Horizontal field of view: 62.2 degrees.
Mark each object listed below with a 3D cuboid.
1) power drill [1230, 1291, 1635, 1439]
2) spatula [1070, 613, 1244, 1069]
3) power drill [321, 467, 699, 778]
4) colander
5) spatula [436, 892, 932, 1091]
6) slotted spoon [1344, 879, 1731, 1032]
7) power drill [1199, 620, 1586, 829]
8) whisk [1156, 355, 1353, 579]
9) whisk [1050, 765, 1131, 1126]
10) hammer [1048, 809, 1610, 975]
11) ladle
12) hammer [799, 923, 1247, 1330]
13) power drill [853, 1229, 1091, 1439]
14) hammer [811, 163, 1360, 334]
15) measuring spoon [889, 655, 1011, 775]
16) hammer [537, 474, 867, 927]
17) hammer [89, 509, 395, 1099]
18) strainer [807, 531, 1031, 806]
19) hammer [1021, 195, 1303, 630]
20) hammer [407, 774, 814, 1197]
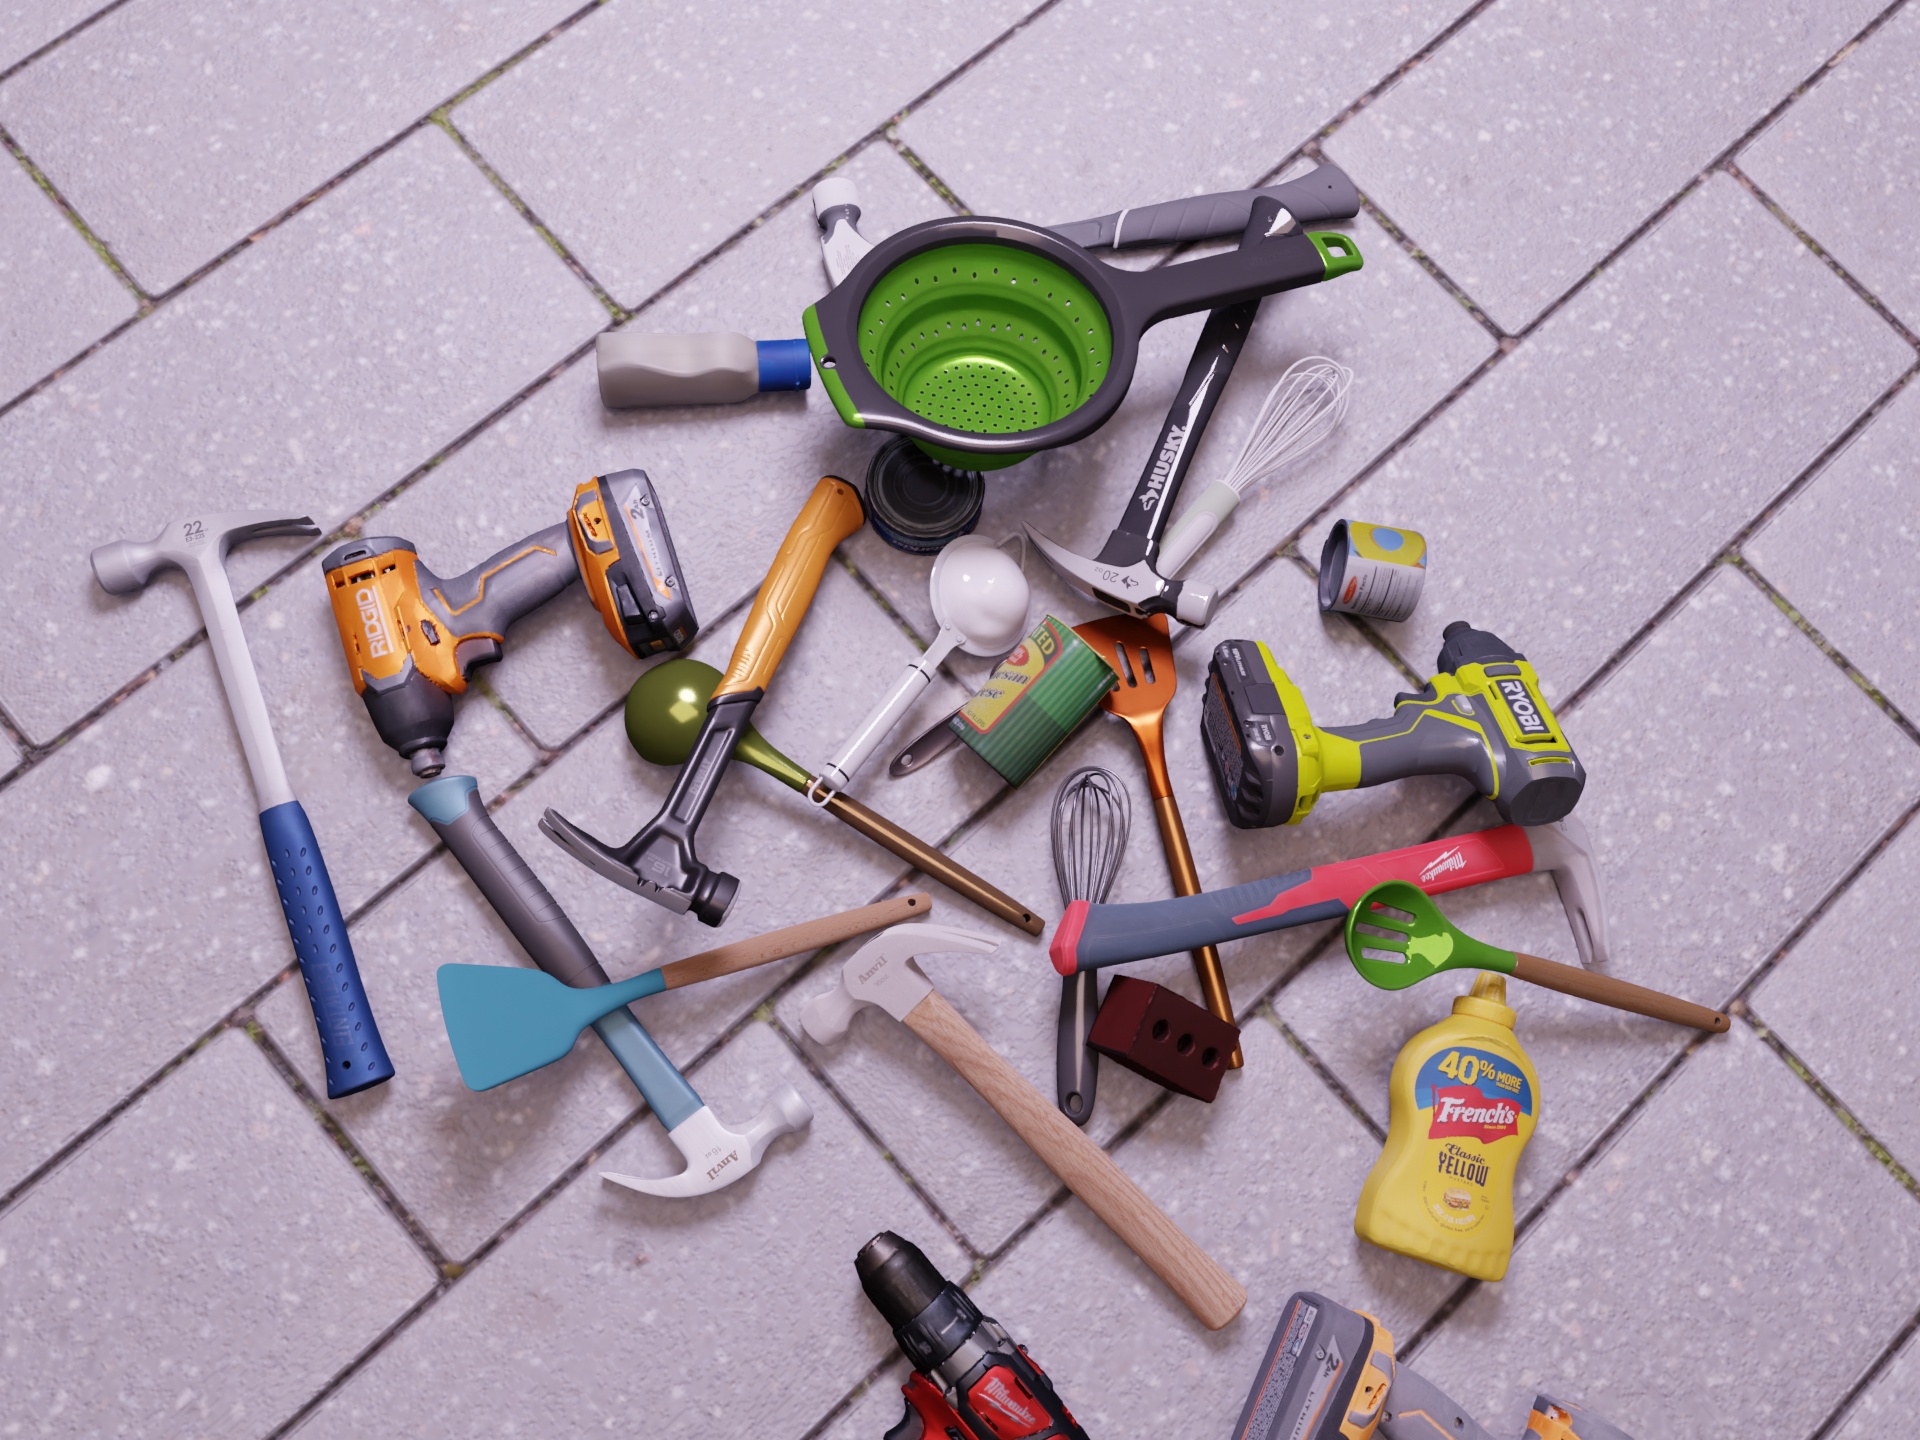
[{"bbox_3d":[0.283,0.477,0.973,0.226,0.084,0.185,27,77,-2],"label":"power drill"},{"bbox_3d":[0.144,0.078,1.090,0.081,0.041,0.323,-13,81,-6],"label":"spatula"},{"bbox_3d":[-0.297,-0.065,1.064,0.226,0.084,0.164,-18,79,-4],"label":"power drill"},{"bbox_3d":[0.091,-0.261,1.107,0.397,0.094,0.205,-16,64,-12],"label":"colander"},{"bbox_3d":[-0.163,0.154,1.008,0.317,0.044,0.082,-15,65,-20],"label":"spatula"},{"bbox_3d":[0.380,0.167,1.043,0.313,0.031,0.070,16,84,-17],"label":"slotted spoon"},{"bbox_3d":[0.283,-0.001,1.074,0.223,0.080,0.171,-3,44,-6],"label":"power drill"},{"bbox_3d":[0.197,-0.169,1.144,0.246,0.059,0.057,-48,114,-9],"label":"whisk"},{"bbox_3d":[0.083,0.148,1.057,0.055,0.055,0.239,4,80,-3],"label":"whisk"},{"bbox_3d":[0.247,0.129,1.053,0.386,0.038,0.143,-11,78,-14],"label":"hammer"},{"bbox_3d":[-0.083,0.059,1.073,0.320,0.062,0.078,32,71,-3],"label":"ladle"},{"bbox_3d":[0.056,0.260,1.016,0.331,0.031,0.130,44,106,2],"label":"hammer"},{"bbox_3d":[-0.055,0.444,0.957,0.227,0.080,0.188,-39,82,-15],"label":"power drill"},{"bbox_3d":[0.102,-0.361,1.189,0.409,0.036,0.149,-11,78,-7],"label":"hammer"},{"bbox_3d":[-0.002,-0.004,1.102,0.124,0.018,0.034,-37,123,-7],"label":"measuring spoon"},{"bbox_3d":[-0.146,-0.035,1.040,0.127,0.034,0.337,28,58,-10],"label":"hammer"},{"bbox_3d":[-0.446,0.046,1.046,0.144,0.035,0.406,-20,78,-9],"label":"hammer"},{"bbox_3d":[-0.019,-0.039,1.076,0.086,0.050,0.258,46,68,-20],"label":"strainer"},{"bbox_3d":[0.164,-0.231,1.135,0.146,0.035,0.335,19,76,19],"label":"hammer"},{"bbox_3d":[-0.245,0.166,1.033,0.128,0.033,0.331,-38,81,-13],"label":"hammer"}]
